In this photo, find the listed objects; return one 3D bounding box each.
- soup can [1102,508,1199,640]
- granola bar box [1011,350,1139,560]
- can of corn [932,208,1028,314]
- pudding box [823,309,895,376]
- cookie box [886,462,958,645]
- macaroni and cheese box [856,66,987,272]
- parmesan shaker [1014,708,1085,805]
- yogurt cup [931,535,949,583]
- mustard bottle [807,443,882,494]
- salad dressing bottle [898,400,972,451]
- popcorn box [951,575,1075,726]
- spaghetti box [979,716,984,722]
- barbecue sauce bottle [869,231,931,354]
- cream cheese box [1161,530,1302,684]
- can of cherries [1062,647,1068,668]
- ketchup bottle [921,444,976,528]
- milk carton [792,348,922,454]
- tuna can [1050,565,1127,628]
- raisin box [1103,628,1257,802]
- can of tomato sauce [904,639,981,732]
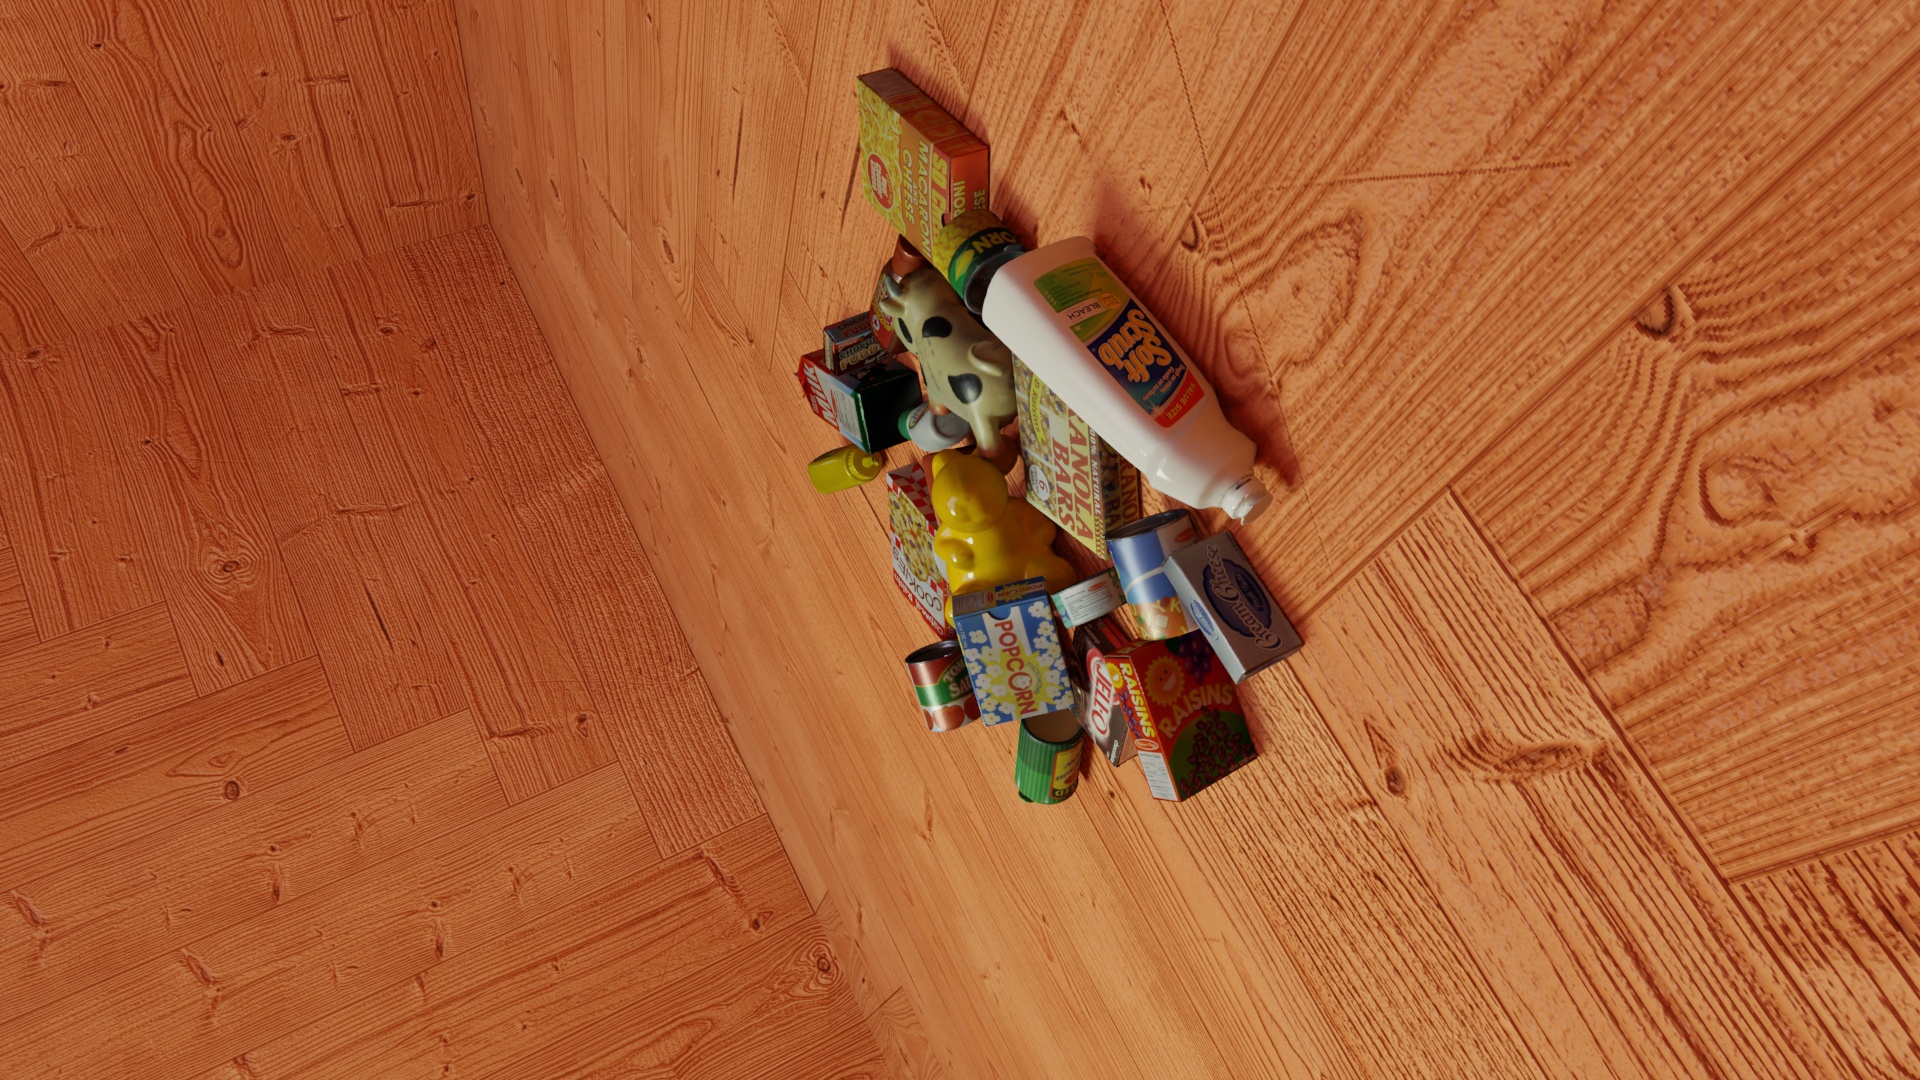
[{"bbox_3d":[0.153,0.026,1.061,0.071,0.071,0.083,-2,109,67],"label":"soup can"},{"bbox_3d":[0.095,-0.084,1.134,0.124,0.039,0.164,41,146,50],"label":"granola bar box"},{"bbox_3d":[0.019,-0.231,1.138,0.058,0.071,0.070,55,155,31],"label":"can of corn"},{"bbox_3d":[-0.098,-0.206,1.420,0.030,0.084,0.049,51,152,31],"label":"pudding box"},{"bbox_3d":[-0.034,0.016,1.540,0.123,0.040,0.166,49,152,41],"label":"cookie box"},{"bbox_3d":[-0.035,-0.320,1.216,0.167,0.040,0.123,51,154,38],"label":"macaroni and cheese box"},{"bbox_3d":[0.088,0.210,1.390,0.071,0.071,0.102,52,153,36],"label":"parmesan shaker"},{"bbox_3d":[0.006,0.012,1.419,0.072,0.054,0.072,51,153,39],"label":"yogurt cup"},{"bbox_3d":[-0.128,-0.089,1.639,0.160,0.065,0.048,-8,109,62],"label":"mustard bottle"},{"bbox_3d":[-0.028,-0.117,1.375,0.044,0.064,0.147,48,170,-13],"label":"salad dressing bottle"},{"bbox_3d":[0.047,0.099,1.226,0.038,0.085,0.126,-94,-10,-59],"label":"popcorn box"},{"bbox_3d":[0.038,0.114,1.477,0.050,0.029,0.248,57,156,27],"label":"spaghetti box"},{"bbox_3d":[-0.054,-0.243,1.332,0.148,0.044,0.065,117,134,-62],"label":"barbecue sauce bottle"},{"bbox_3d":[0.195,0.047,1.000,0.104,0.053,0.024,60,159,20],"label":"cream cheese box"},{"bbox_3d":[0.068,0.112,1.347,0.071,0.072,0.058,-4,106,68],"label":"can of cherries"},{"bbox_3d":[0.005,-0.017,1.360,0.043,0.065,0.148,-10,94,36],"label":"ketchup bottle"},{"bbox_3d":[-0.115,-0.166,1.514,0.191,0.072,0.073,36,142,52],"label":"milk carton"},{"bbox_3d":[0.113,0.047,1.182,0.033,0.071,0.071,66,159,2],"label":"tuna can"},{"bbox_3d":[0.173,0.130,1.088,0.040,0.086,0.123,-7,104,62],"label":"raisin box"},{"bbox_3d":[-0.015,0.158,1.516,0.071,0.071,0.083,6,116,66],"label":"can of tomato sauce"}]
